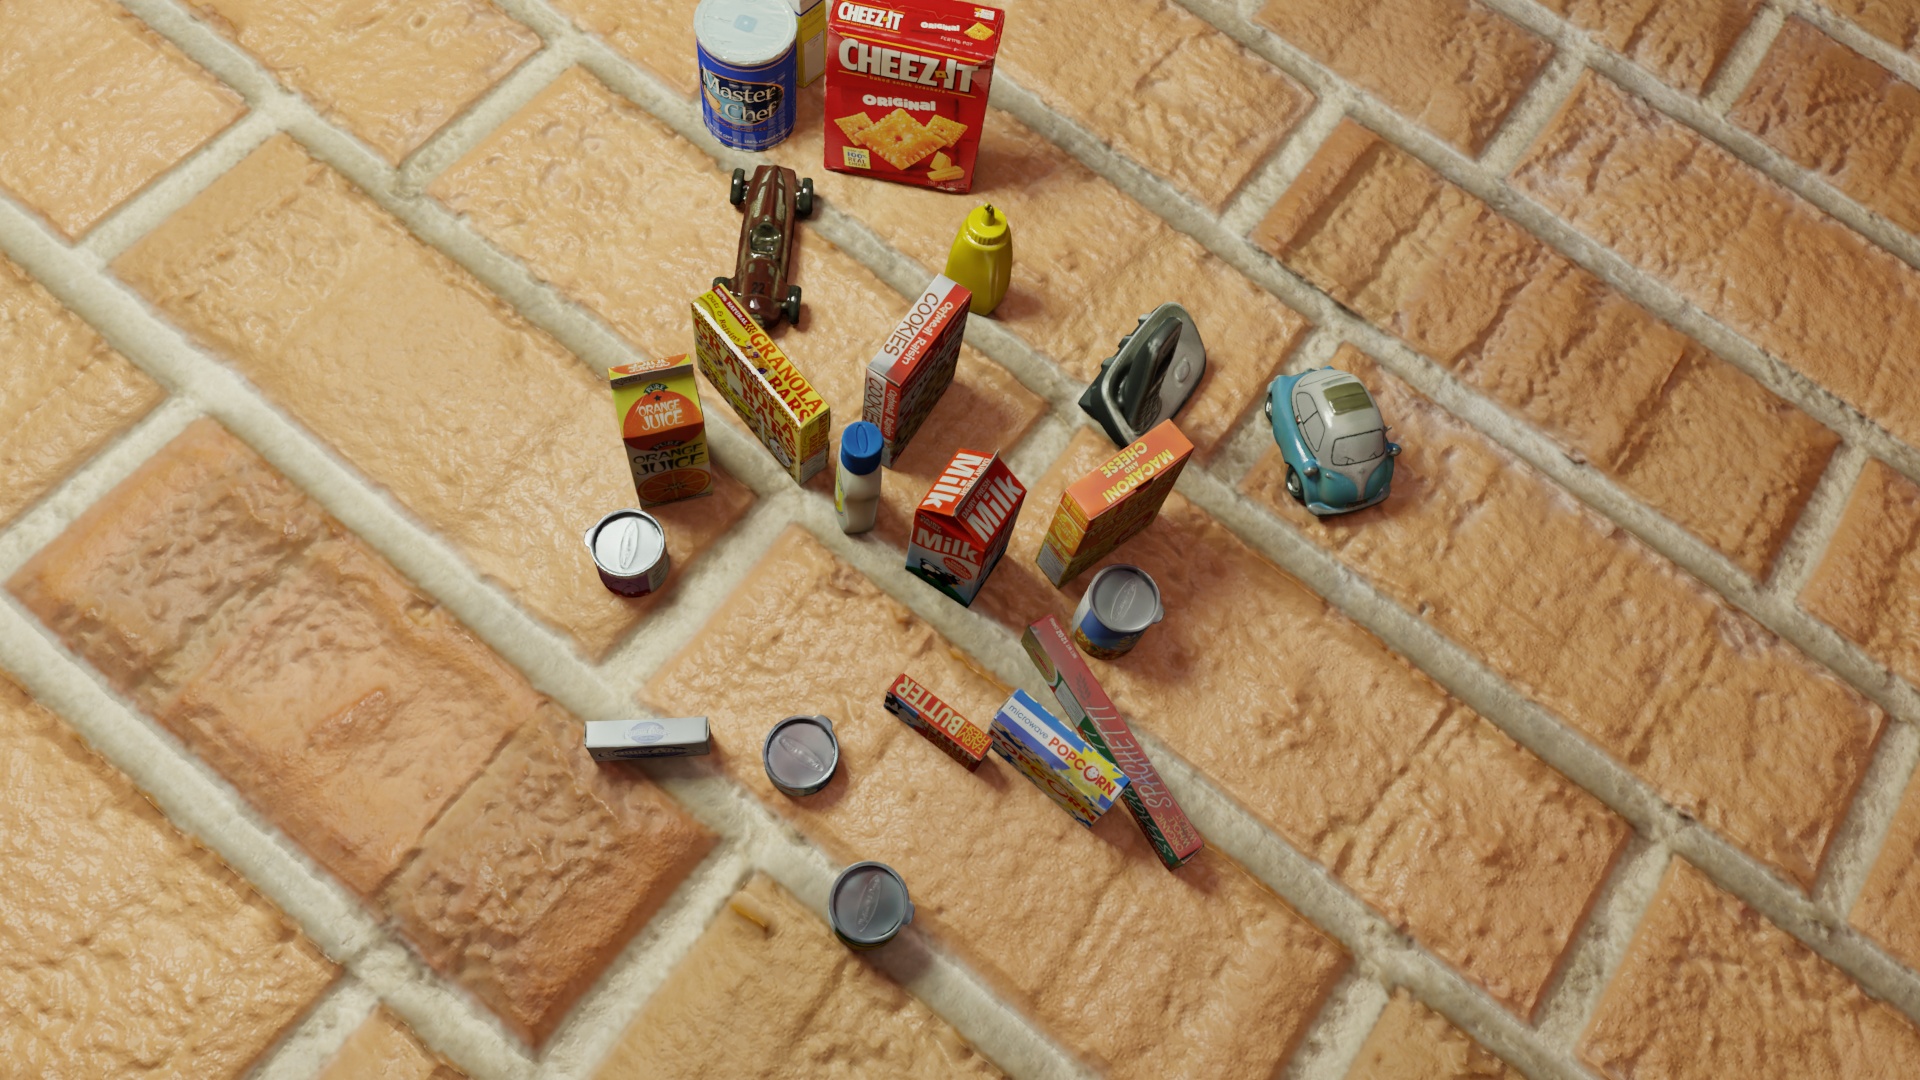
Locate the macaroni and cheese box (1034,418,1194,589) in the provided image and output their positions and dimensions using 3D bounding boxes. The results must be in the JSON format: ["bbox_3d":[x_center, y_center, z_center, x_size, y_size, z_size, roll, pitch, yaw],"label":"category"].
[{"bbox_3d":[0.139,-0.030,1.275,0.124,0.165,0.040,-34,75,-19],"label":"macaroni and cheese box"}]

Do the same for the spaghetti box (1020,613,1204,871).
[{"bbox_3d":[0.134,0.180,1.247,0.029,0.050,0.250,-28,73,-17],"label":"spaghetti box"}]

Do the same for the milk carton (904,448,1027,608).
[{"bbox_3d":[0.004,-0.016,1.239,0.073,0.189,0.072,32,67,7],"label":"milk carton"}]

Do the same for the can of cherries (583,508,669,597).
[{"bbox_3d":[-0.302,0.011,1.262,0.071,0.058,0.072,3,67,-6],"label":"can of cherries"}]

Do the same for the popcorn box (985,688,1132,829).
[{"bbox_3d":[0.082,0.192,1.216,0.127,0.085,0.038,39,68,10],"label":"popcorn box"}]

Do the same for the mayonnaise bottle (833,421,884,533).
[{"bbox_3d":[-0.093,-0.060,1.269,0.041,0.147,0.065,-6,68,-9],"label":"mayonnaise bottle"}]

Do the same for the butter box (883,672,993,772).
[{"bbox_3d":[-0.020,0.162,1.234,0.103,0.053,0.024,36,68,9],"label":"butter box"}]

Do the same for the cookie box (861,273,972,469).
[{"bbox_3d":[-0.043,-0.156,1.306,0.040,0.166,0.123,31,67,7],"label":"cookie box"}]

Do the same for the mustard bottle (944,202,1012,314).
[{"bbox_3d":[0.022,-0.286,1.374,0.065,0.159,0.049,29,67,6],"label":"mustard bottle"}]

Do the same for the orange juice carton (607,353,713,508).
[{"bbox_3d":[-0.267,-0.104,1.243,0.072,0.192,0.073,-13,69,-12],"label":"orange juice carton"}]

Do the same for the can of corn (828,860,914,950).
[{"bbox_3d":[-0.075,0.307,1.162,0.071,0.058,0.071,3,67,-6],"label":"can of corn"}]

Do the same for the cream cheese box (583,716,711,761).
[{"bbox_3d":[-0.269,0.171,1.200,0.104,0.053,0.024,-2,68,-8],"label":"cream cheese box"}]

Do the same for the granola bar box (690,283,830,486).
[{"bbox_3d":[-0.187,-0.145,1.307,0.039,0.123,0.166,-37,76,-19],"label":"granola bar box"}]

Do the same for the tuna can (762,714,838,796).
[{"bbox_3d":[-0.139,0.187,1.220,0.071,0.032,0.071,3,67,-6],"label":"tuna can"}]

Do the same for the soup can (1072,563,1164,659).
[{"bbox_3d":[0.144,0.068,1.278,0.071,0.083,0.071,3,67,-6],"label":"soup can"}]
